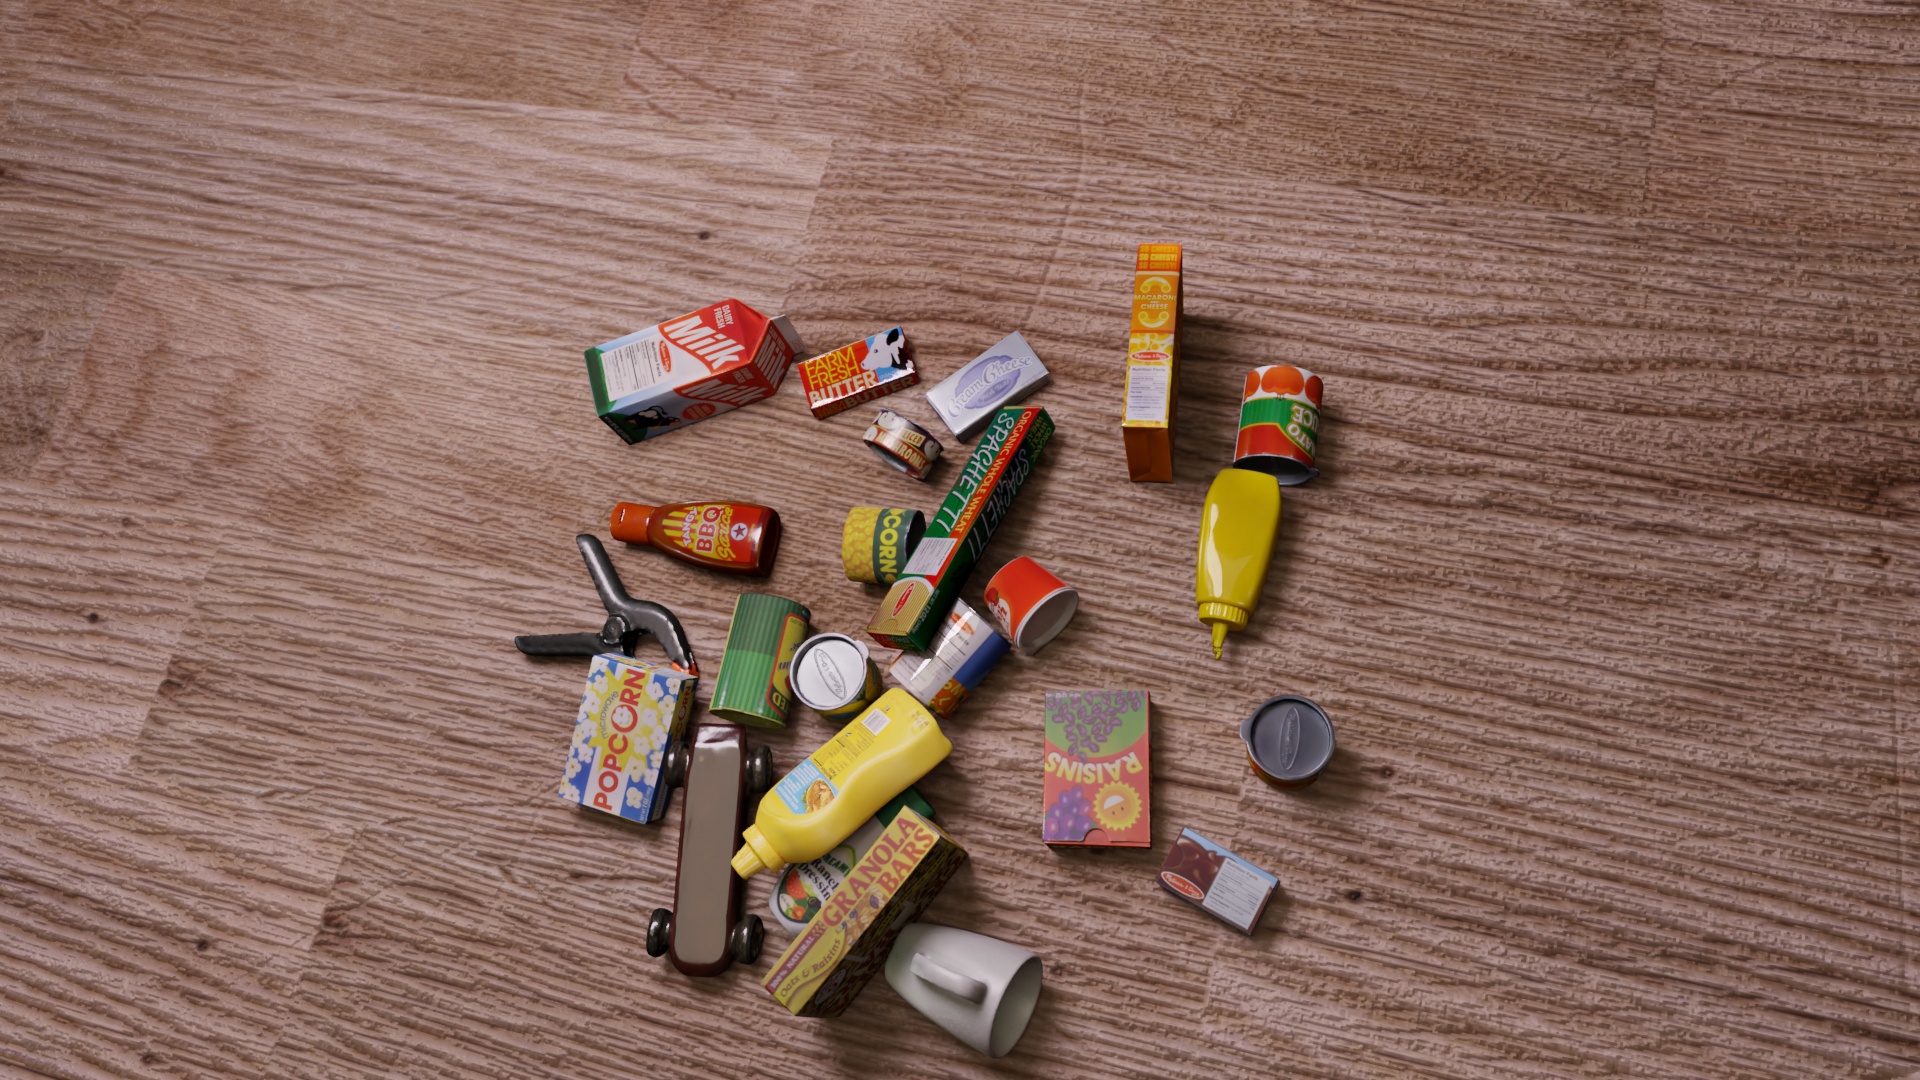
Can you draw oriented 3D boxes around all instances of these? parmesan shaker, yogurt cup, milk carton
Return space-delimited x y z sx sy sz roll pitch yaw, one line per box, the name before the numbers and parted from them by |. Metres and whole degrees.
parmesan shaker | -0.169 0.101 1.176 0.071 0.071 0.103 7 72 13
yogurt cup | 0.057 0.050 1.157 0.072 0.072 0.054 -42 61 -5
milk carton | -0.240 -0.162 1.284 0.190 0.072 0.073 -19 69 5

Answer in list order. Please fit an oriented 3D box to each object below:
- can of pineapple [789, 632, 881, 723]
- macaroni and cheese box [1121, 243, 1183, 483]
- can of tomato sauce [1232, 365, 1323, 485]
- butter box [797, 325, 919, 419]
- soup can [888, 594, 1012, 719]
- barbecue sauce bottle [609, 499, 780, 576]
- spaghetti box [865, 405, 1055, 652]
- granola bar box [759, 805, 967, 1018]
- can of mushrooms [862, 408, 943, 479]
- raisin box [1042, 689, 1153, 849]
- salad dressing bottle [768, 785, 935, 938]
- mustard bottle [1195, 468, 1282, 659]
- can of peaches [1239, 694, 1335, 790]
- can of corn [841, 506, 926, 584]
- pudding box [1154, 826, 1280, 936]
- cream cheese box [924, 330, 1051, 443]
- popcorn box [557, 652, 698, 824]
can of pineapple | -0.102 0.116 1.166 0.071 0.057 0.071 -3 71 10
macaroni and cheese box | 0.164 -0.148 1.173 0.040 0.123 0.167 3 71 11
can of tomato sauce | 0.269 -0.096 1.165 0.071 0.071 0.083 7 72 13
butter box | -0.094 -0.154 1.279 0.103 0.024 0.053 -20 68 3
soup can | -0.008 0.097 1.150 0.071 0.071 0.084 40 87 21
barbecue sauce bottle | -0.239 -0.008 1.244 0.148 0.043 0.065 8 73 14
spaghetti box | 0.004 -0.015 1.167 0.050 0.028 0.251 3 52 44
granola bar box | -0.068 0.287 1.063 0.039 0.124 0.166 37 81 20
can of mushrooms | -0.050 -0.085 1.221 0.071 0.071 0.033 30 81 19
raisin box | 0.111 0.183 1.111 0.086 0.040 0.124 -1 71 10
salad dressing bottle | -0.086 0.257 1.120 0.148 0.044 0.064 -42 64 -6
mustard bottle | 0.223 0.022 1.142 0.065 0.048 0.160 11 74 14
can of peaches | 0.254 0.158 1.083 0.071 0.058 0.071 -4 71 10
can of corn | -0.066 0.005 1.191 0.058 0.071 0.071 3 72 13
pudding box | 0.198 0.262 1.071 0.084 0.030 0.050 27 79 18
cream cheese box | 0.025 -0.138 1.250 0.104 0.024 0.053 -35 68 -3
popcorn box | -0.281 0.167 1.176 0.085 0.038 0.126 14 89 14
